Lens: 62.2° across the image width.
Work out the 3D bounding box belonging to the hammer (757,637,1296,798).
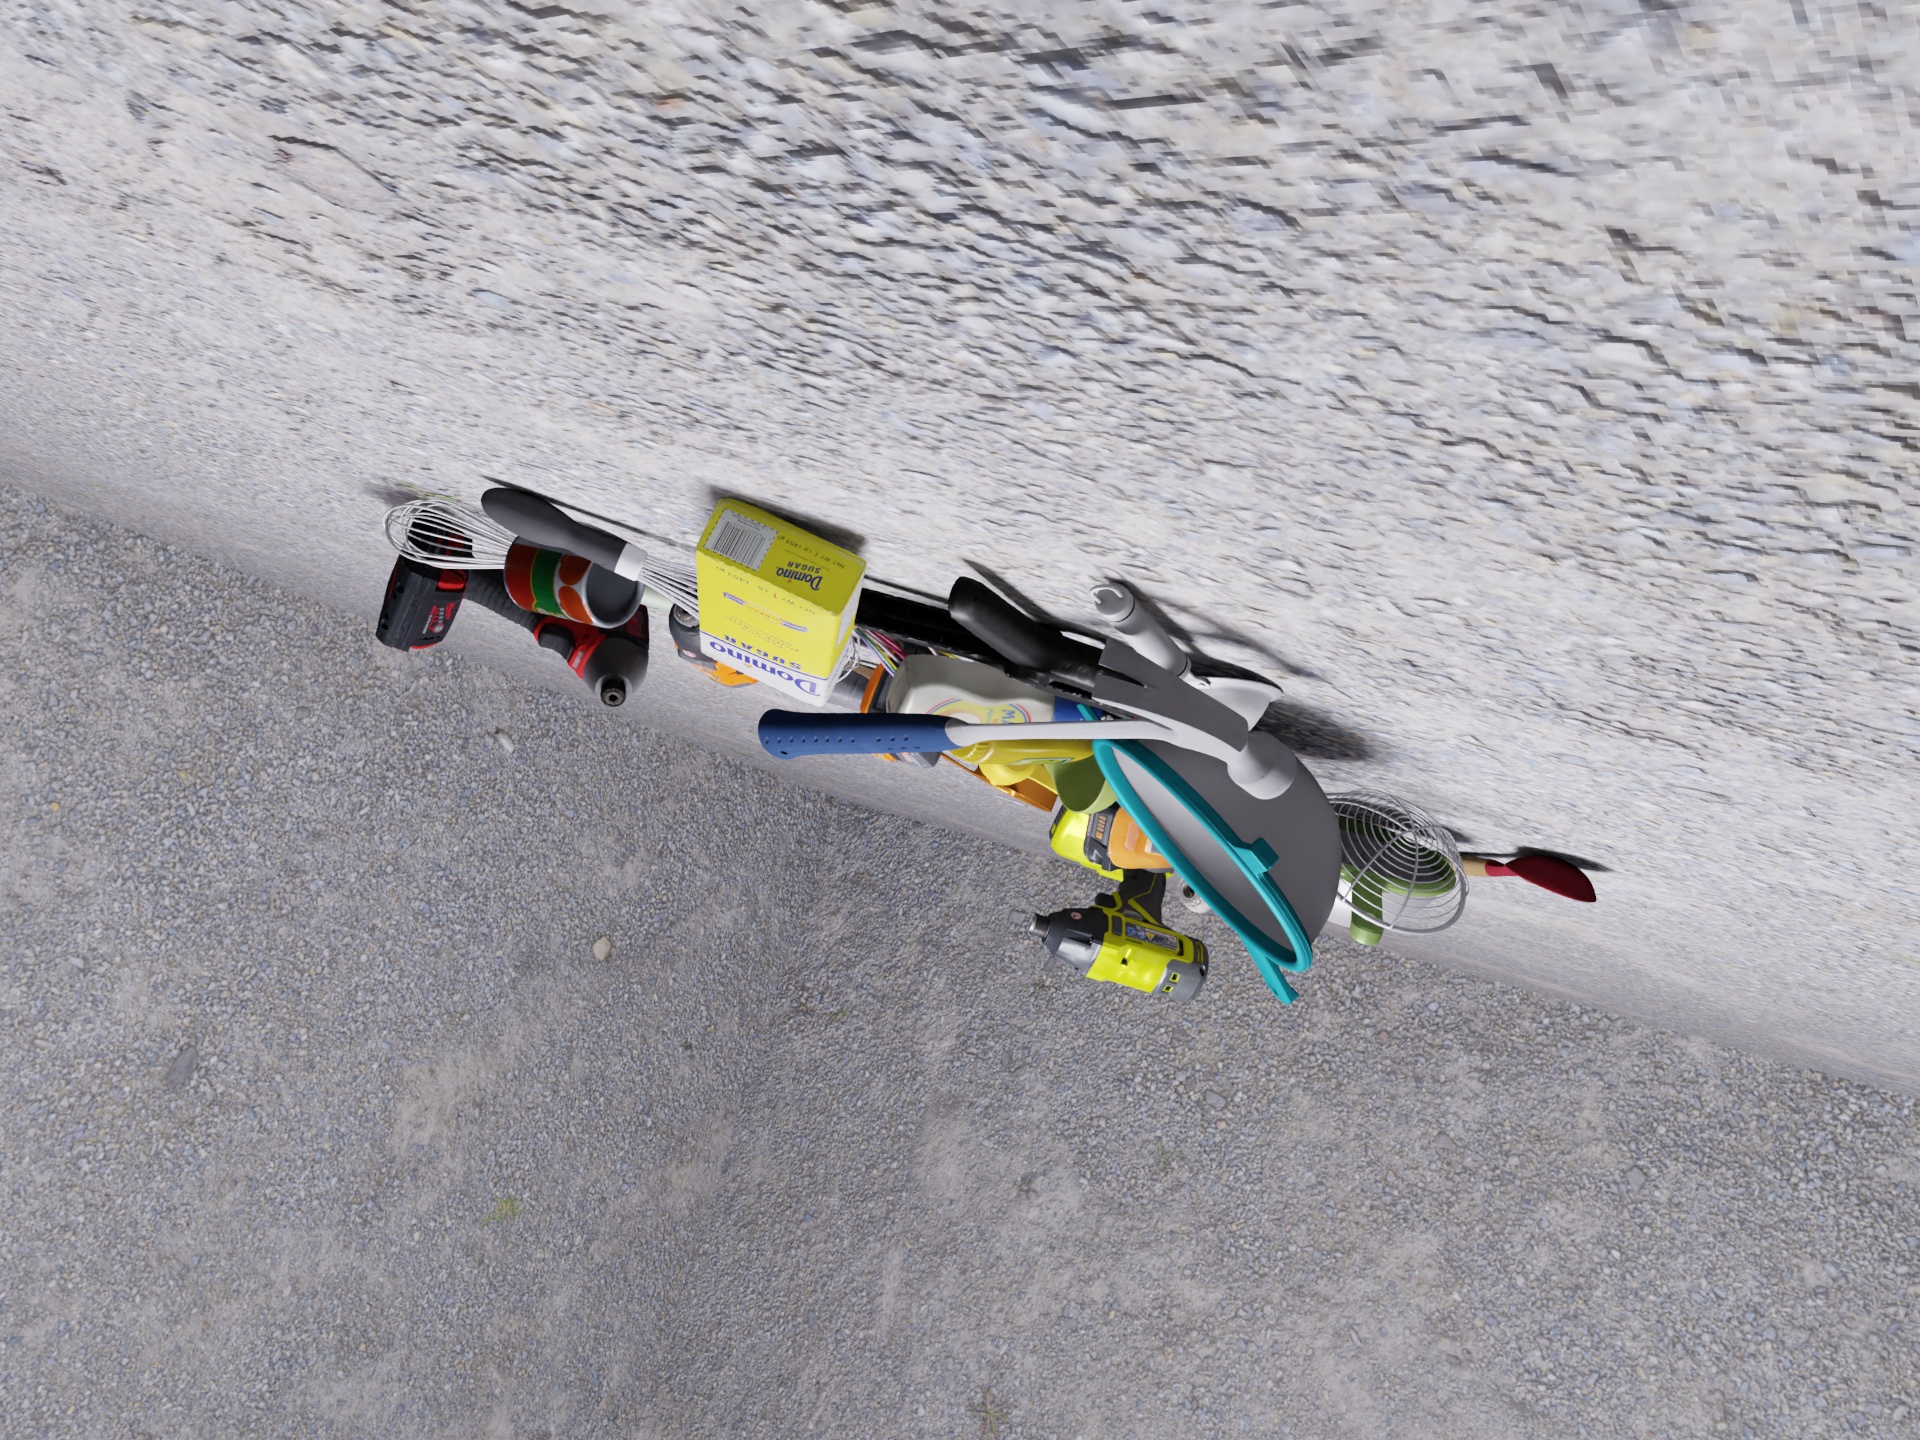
[{"bbox_3d":[0.003,0.004,0.992,0.406,0.035,0.144,-1,155,47],"label":"hammer"}]

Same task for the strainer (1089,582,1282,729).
[{"bbox_3d":[0.122,-0.027,0.904,0.087,0.050,0.258,-4,161,25],"label":"strainer"}]

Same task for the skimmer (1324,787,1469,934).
[{"bbox_3d":[0.239,0.085,1.278,0.127,0.090,0.363,-16,-163,-33],"label":"skimmer"}]

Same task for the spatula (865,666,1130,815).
[{"bbox_3d":[0.020,0.004,1.398,0.317,0.044,0.082,18,150,12],"label":"spatula"}]

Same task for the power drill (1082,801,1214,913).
[{"bbox_3d":[0.211,0.123,1.446,0.185,0.084,0.226,1,-165,-41],"label":"power drill"}]

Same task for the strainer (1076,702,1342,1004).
[{"bbox_3d":[0.217,0.098,1.129,0.211,0.095,0.340,44,172,42],"label":"strainer"}]

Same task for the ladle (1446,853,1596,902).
[{"bbox_3d":[0.444,0.127,1.363,0.069,0.031,0.315,17,175,-8],"label":"ladle"}]

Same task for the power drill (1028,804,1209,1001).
[{"bbox_3d":[0.151,0.168,1.569,0.171,0.080,0.223,18,-146,-8],"label":"power drill"}]

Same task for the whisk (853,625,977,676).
[{"bbox_3d":[-0.065,-0.061,1.100,0.047,0.051,0.244,20,173,38],"label":"whisk"}]

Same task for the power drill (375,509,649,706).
[{"bbox_3d":[-0.368,-0.084,1.342,0.219,0.078,0.143,20,-150,-24],"label":"power drill"}]

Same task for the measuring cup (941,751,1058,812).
[{"bbox_3d":[0.025,0.032,1.604,0.173,0.052,0.095,28,175,6],"label":"measuring cup"}]

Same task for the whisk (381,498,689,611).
[{"bbox_3d":[-0.334,-0.126,1.262,0.246,0.058,0.059,15,144,-11],"label":"whisk"}]

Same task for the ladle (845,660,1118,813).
[{"bbox_3d":[-0.002,-0.004,1.350,0.320,0.078,0.062,21,-169,21],"label":"ladle"}]

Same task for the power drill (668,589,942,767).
[{"bbox_3d":[-0.121,-0.041,1.256,0.226,0.084,0.164,20,173,11],"label":"power drill"}]

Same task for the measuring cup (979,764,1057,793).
[{"bbox_3d":[0.088,0.052,1.503,0.156,0.062,0.029,27,159,-19],"label":"measuring cup"}]

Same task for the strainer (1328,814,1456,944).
[{"bbox_3d":[0.319,0.147,1.281,0.151,0.069,0.256,17,-163,9],"label":"strainer"}]

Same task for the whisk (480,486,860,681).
[{"bbox_3d":[-0.201,-0.097,1.114,0.284,0.070,0.070,24,172,-9],"label":"whisk"}]
